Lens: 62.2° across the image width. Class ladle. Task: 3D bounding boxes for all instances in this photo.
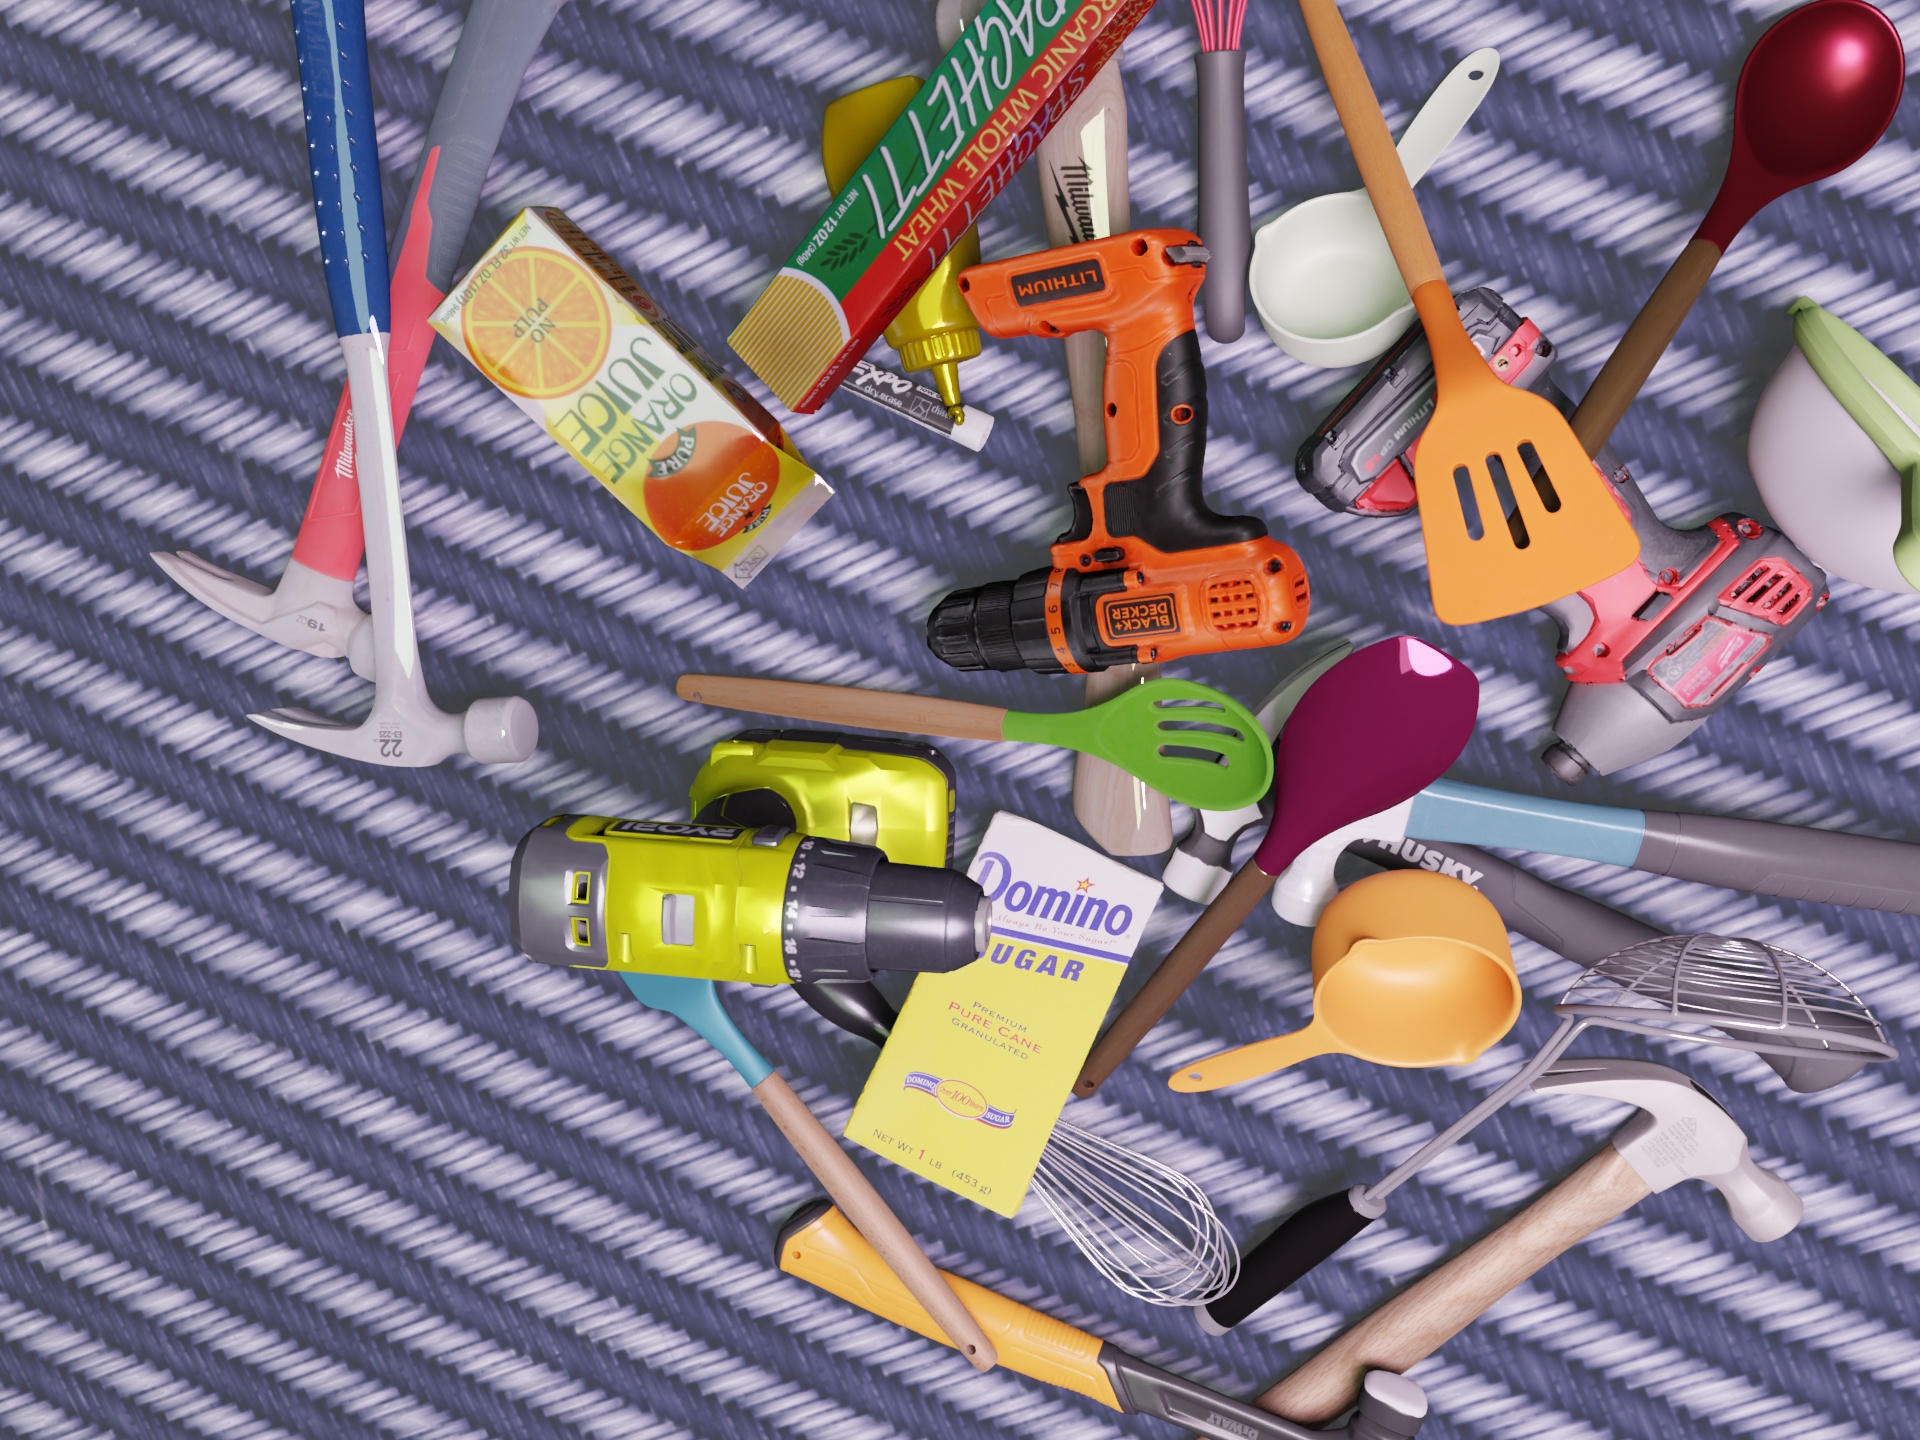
[{"bbox_3d":[0.305,-0.179,0.675,0.069,0.031,0.315,36,80,-3],"label":"ladle"}]

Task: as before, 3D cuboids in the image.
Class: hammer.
[{"bbox_3d":[-0.294,-0.222,0.812,0.143,0.038,0.386,24,102,7],"label":"hammer"},{"bbox_3d":[0.316,0.056,0.713,0.331,0.033,0.128,8,117,5],"label":"hammer"},{"bbox_3d":[0.278,0.085,0.766,0.335,0.035,0.146,26,102,5],"label":"hammer"},{"bbox_3d":[-0.298,-0.177,0.781,0.144,0.035,0.405,-2,97,12],"label":"hammer"},{"bbox_3d":[0.245,0.291,0.805,0.331,0.031,0.130,-42,91,13],"label":"hammer"},{"bbox_3d":[0.057,0.336,0.821,0.337,0.034,0.127,19,101,13],"label":"hammer"},{"bbox_3d":[0.078,-0.136,0.741,0.146,0.038,0.410,1,104,28],"label":"hammer"}]

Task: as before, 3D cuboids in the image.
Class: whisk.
[{"bbox_3d":[0.117,-0.322,0.720,0.073,0.073,0.295,-1,104,9],"label":"whisk"},{"bbox_3d":[0.020,0.204,0.818,0.284,0.070,0.070,36,102,8],"label":"whisk"}]

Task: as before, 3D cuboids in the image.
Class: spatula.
[{"bbox_3d":[-0.081,0.202,0.825,0.082,0.044,0.317,-40,86,12],"label":"spatula"},{"bbox_3d":[0.193,-0.197,0.676,0.081,0.041,0.323,-20,65,19],"label":"spatula"}]

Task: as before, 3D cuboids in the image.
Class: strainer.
[{"bbox_3d":[0.362,-0.081,0.634,0.151,0.256,0.069,47,126,4],"label":"strainer"}]

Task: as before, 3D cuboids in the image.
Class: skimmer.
[{"bbox_3d":[0.240,0.213,0.724,0.127,0.090,0.363,17,127,-36],"label":"skimmer"}]

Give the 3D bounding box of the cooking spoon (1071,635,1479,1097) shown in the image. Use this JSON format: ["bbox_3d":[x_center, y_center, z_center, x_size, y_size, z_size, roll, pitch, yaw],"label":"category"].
[{"bbox_3d":[0.129,0.083,0.735,0.069,0.017,0.318,30,127,-2],"label":"cooking spoon"}]

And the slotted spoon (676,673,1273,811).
[{"bbox_3d":[-0.001,-0.002,0.773,0.314,0.031,0.070,6,125,22],"label":"slotted spoon"}]

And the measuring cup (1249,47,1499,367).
[{"bbox_3d":[0.199,-0.235,0.733,0.083,0.038,0.167,33,84,24],"label":"measuring cup"}]

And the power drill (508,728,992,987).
[{"bbox_3d":[-0.070,0.062,0.720,0.190,0.228,0.080,3,99,9],"label":"power drill"}]

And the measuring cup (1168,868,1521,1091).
[{"bbox_3d":[0.169,0.125,0.730,0.173,0.052,0.095,-28,121,31],"label":"measuring cup"}]

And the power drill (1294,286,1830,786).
[{"bbox_3d":[0.265,-0.079,0.725,0.219,0.078,0.143,42,102,-2],"label":"power drill"}]
